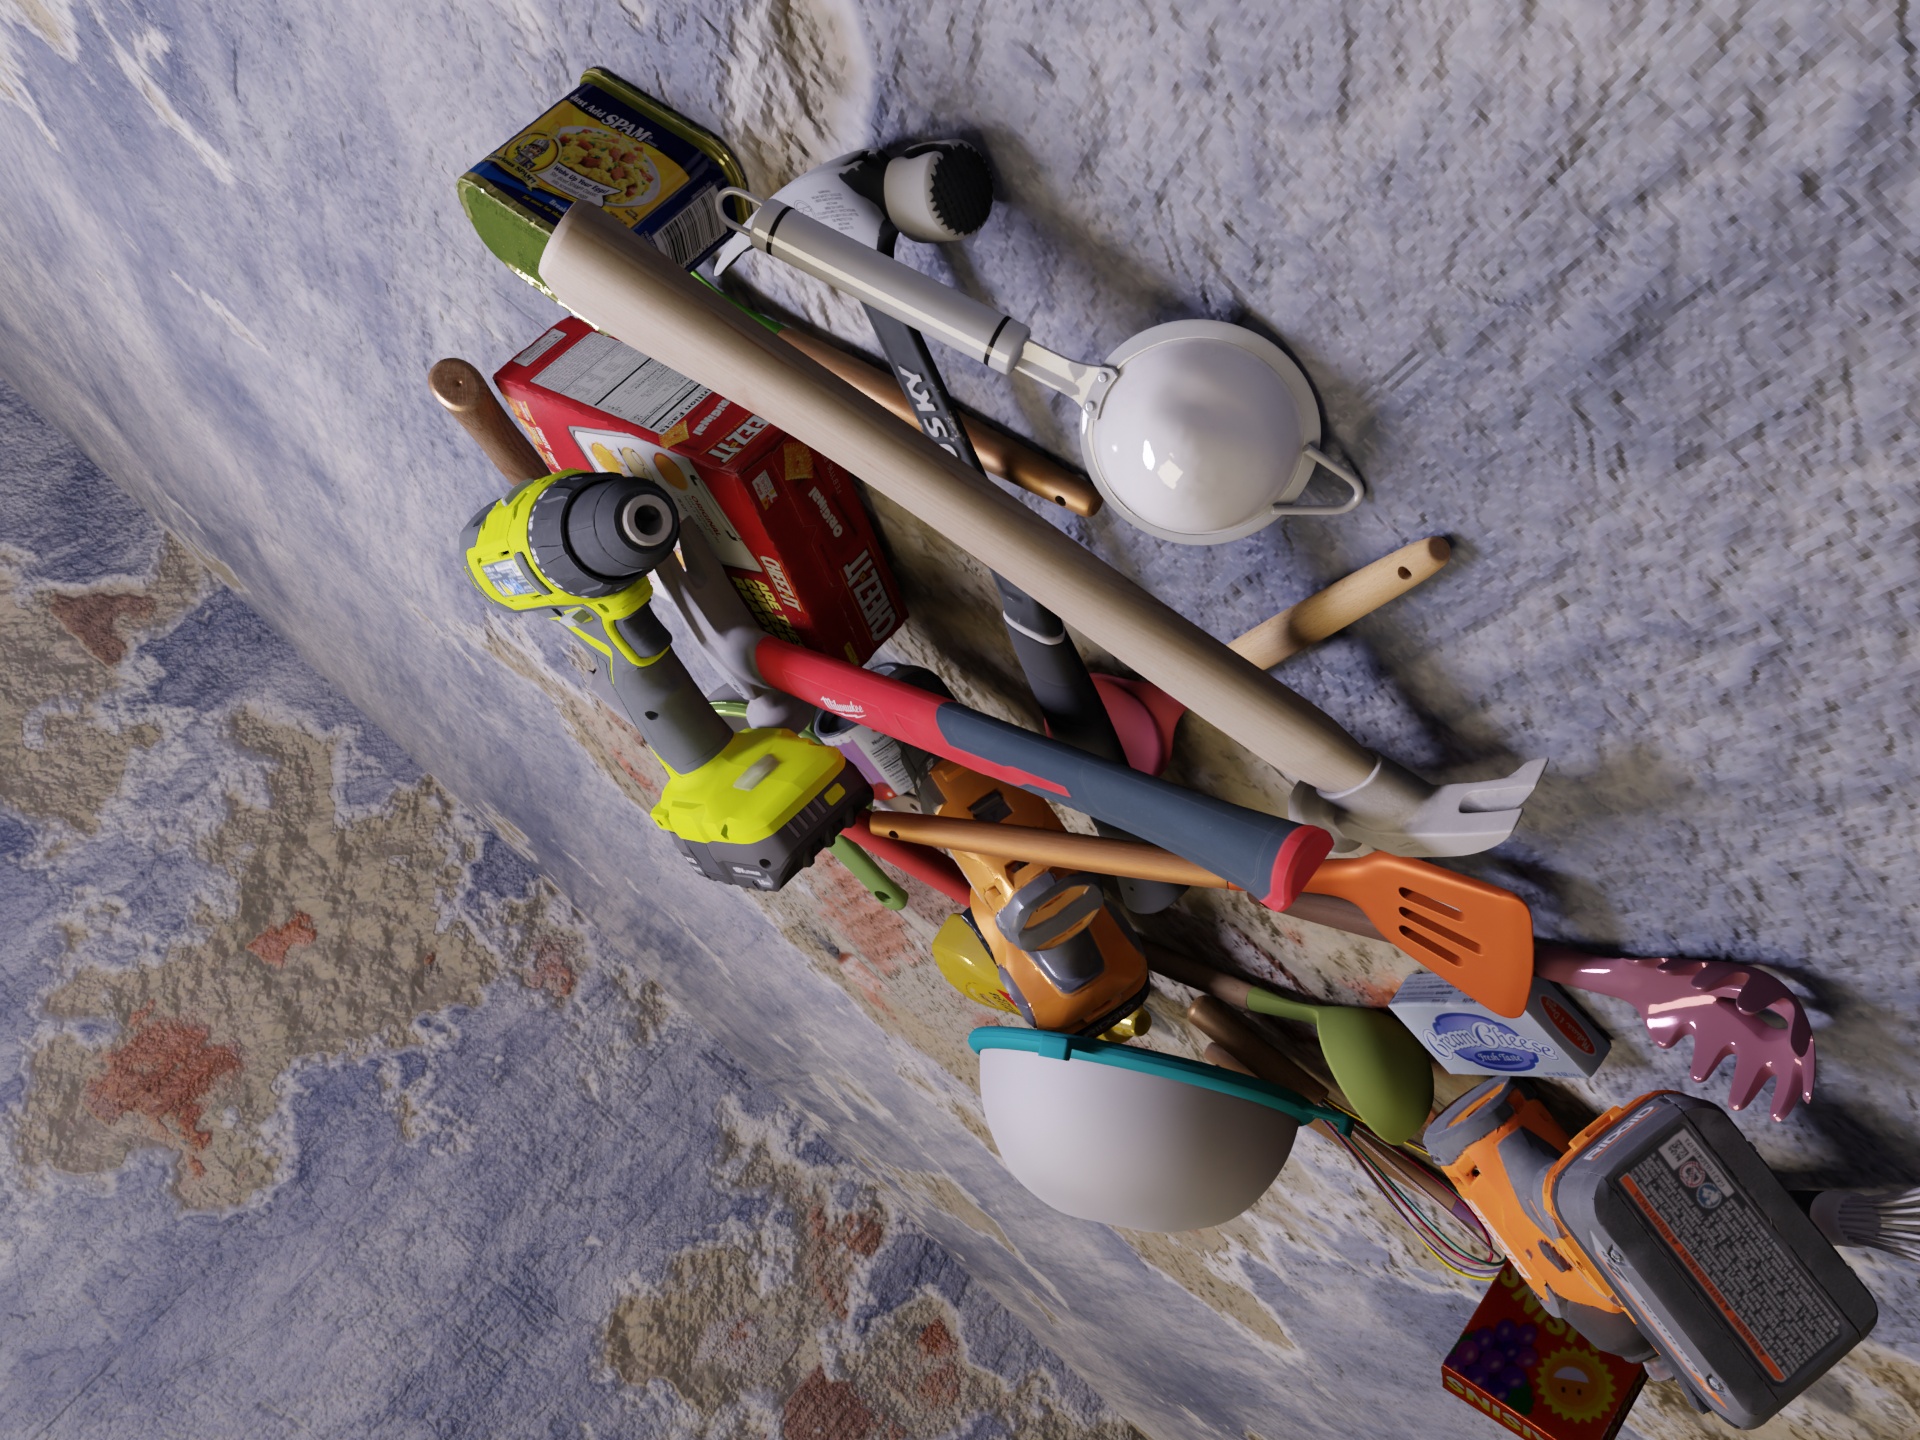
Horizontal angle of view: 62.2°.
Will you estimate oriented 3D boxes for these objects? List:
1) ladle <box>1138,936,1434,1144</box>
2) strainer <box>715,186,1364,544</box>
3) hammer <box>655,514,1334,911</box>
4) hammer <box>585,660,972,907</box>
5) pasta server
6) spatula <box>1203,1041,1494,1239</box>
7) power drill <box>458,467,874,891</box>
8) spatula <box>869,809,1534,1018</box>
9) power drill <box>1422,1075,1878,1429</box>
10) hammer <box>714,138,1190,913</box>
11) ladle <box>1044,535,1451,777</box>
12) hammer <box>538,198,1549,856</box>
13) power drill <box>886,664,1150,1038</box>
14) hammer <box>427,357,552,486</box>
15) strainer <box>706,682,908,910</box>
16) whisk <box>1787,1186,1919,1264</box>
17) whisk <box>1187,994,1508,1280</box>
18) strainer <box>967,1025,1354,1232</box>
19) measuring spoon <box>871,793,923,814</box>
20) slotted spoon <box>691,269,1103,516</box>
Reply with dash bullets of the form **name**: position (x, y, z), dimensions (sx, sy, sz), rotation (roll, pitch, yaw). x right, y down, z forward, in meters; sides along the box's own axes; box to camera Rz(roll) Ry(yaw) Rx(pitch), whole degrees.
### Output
- **ladle**: position (0.154, 0.172, 0.965), dimensions (0.078, 0.062, 0.320), rotation (39, 167, -33)
- **strainer**: position (0.023, -0.128, 0.568), dimensions (0.258, 0.050, 0.086), rotation (28, 126, 6)
- **hammer**: position (-0.001, -0.002, 0.749), dimensions (0.387, 0.038, 0.143), rotation (20, 148, 42)
- **hammer**: position (-0.074, 0.061, 1.026), dimensions (0.358, 0.037, 0.149), rotation (33, 175, -25)
- **pasta server**: position (0.238, 0.108, 0.722), dimensions (0.316, 0.040, 0.060), rotation (8, 128, 57)
- **spatula**: position (0.288, 0.287, 0.996), dimensions (0.316, 0.018, 0.059), rotation (28, 151, 30)
- **power drill**: position (-0.145, -0.025, 0.796), dimensions (0.191, 0.080, 0.228), rotation (1, 130, 57)
- **spatula**: position (0.101, 0.075, 0.747), dimensions (0.323, 0.041, 0.080), rotation (7, 134, 22)
- **power drill**: position (0.309, 0.244, 0.726), dimensions (0.164, 0.084, 0.226), rotation (53, 173, 9)
- **hammer**: position (0.021, -0.060, 0.720), dimensions (0.149, 0.036, 0.408), rotation (11, 138, 45)
- **ladle**: position (0.116, -0.024, 0.701), dimensions (0.069, 0.031, 0.315), rotation (46, 157, -4)
- **hammer**: position (0.028, -0.067, 0.600), dimensions (0.410, 0.038, 0.146), rotation (33, 166, -11)
- **power drill**: position (0.027, 0.079, 0.928), dimensions (0.186, 0.084, 0.226), rotation (55, 175, 33)
- **hammer**: position (-0.277, -0.155, 1.038), dimensions (0.130, 0.031, 0.331), rotation (38, 172, 6)
- **strainer**: position (-0.100, 0.046, 1.151), dimensions (0.151, 0.069, 0.256), rotation (-5, 140, 33)
- **whisk**: position (0.376, 0.202, 0.637), dimensions (0.070, 0.070, 0.284), rotation (42, 163, 2)
- **whisk**: position (0.236, 0.254, 0.981), dimensions (0.245, 0.051, 0.047), rotation (37, 131, 27)
- **strainer**: position (0.078, 0.266, 1.003), dimensions (0.211, 0.095, 0.340), rotation (18, 161, -14)
- **measuring spoon**: position (-0.060, 0.064, 1.182), dimensions (0.034, 0.018, 0.124), rotation (52, 156, -21)
- **slotted spoon**: position (-0.065, -0.168, 0.744), dimensions (0.314, 0.031, 0.070), rotation (32, 153, 23)
